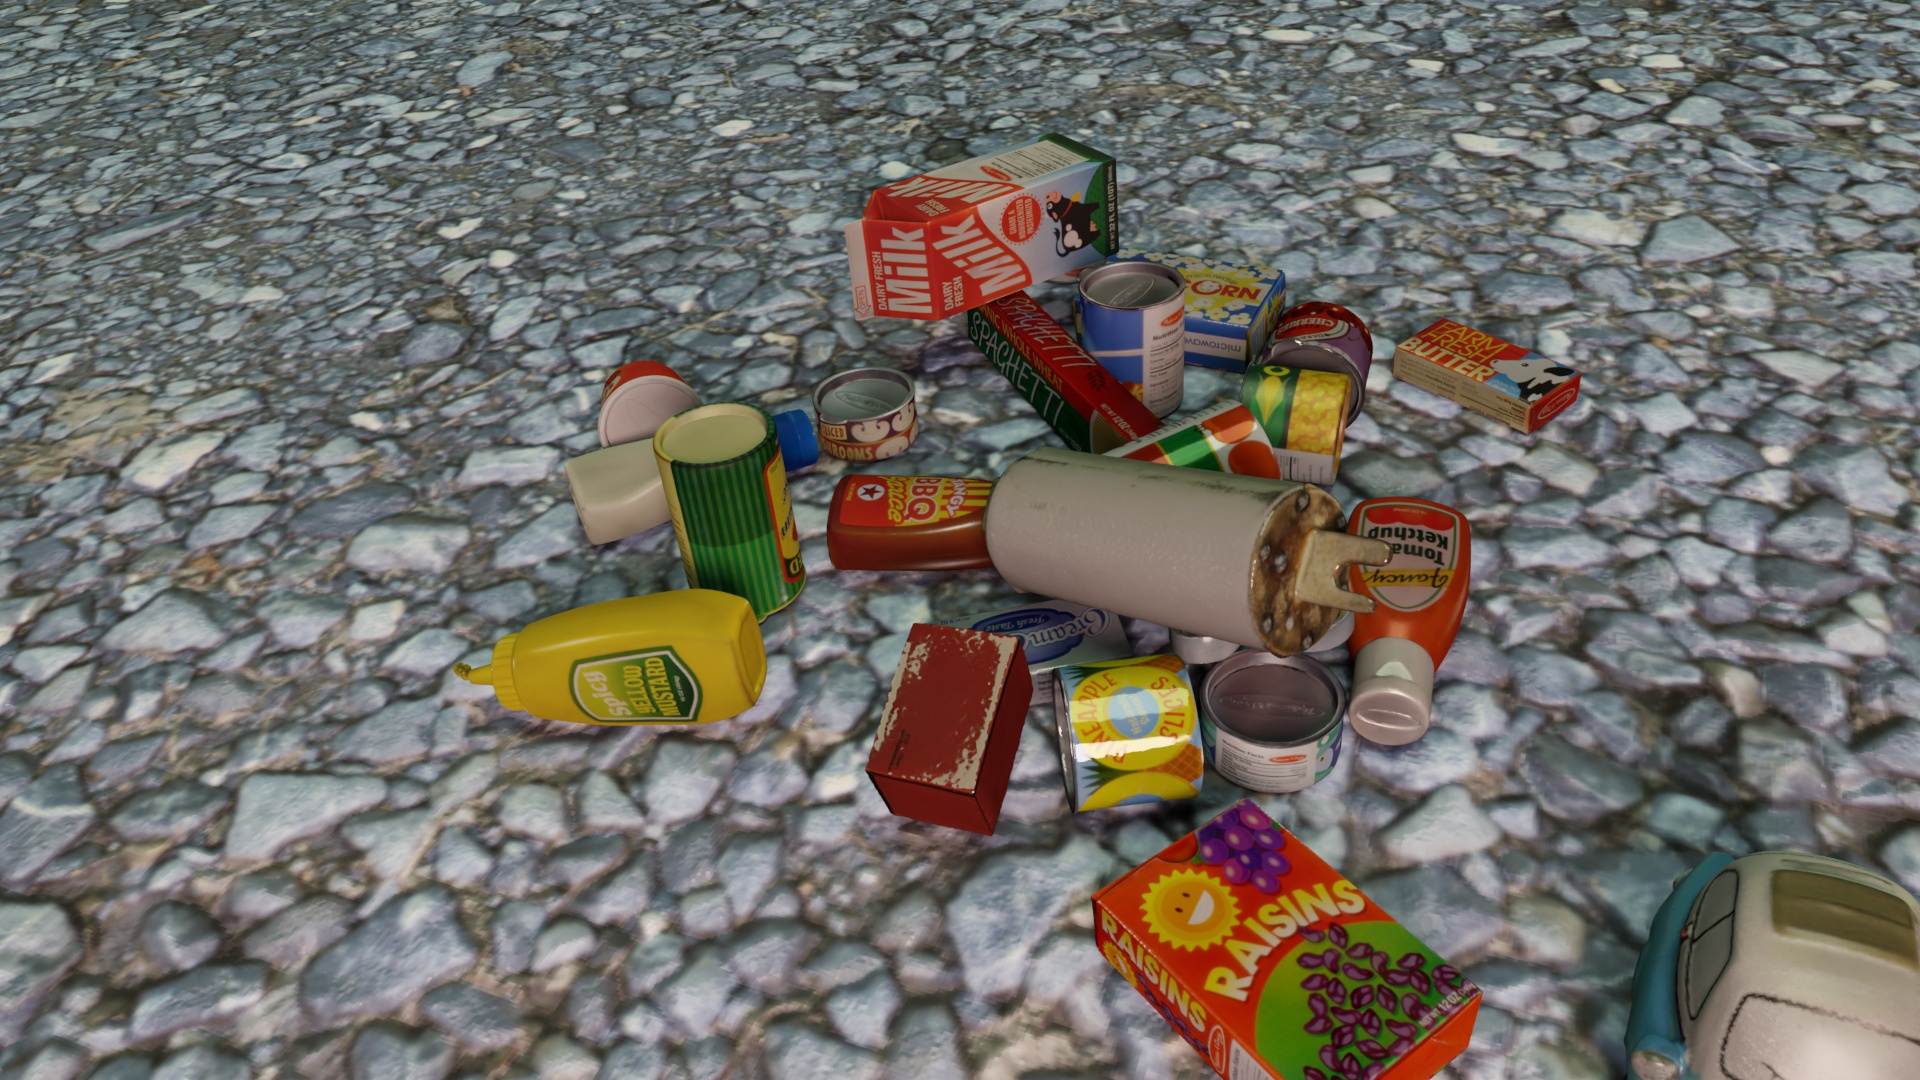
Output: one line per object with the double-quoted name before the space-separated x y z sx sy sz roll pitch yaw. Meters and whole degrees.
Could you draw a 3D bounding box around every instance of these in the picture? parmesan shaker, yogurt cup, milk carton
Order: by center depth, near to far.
"parmesan shaker" -0.124 -0.014 0.755 0.071 0.102 0.072 -3 37 3
"yogurt cup" -0.199 -0.081 0.886 0.072 0.072 0.054 -16 30 -13
"milk carton" 0.009 -0.208 0.935 0.191 0.072 0.073 -24 40 -23

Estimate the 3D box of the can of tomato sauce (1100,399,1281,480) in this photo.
"can of tomato sauce" 0.125 -0.030 0.760 0.083 0.071 0.071 -24 40 -8

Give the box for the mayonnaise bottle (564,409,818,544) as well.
"mayonnaise bottle" -0.162 -0.044 0.851 0.148 0.041 0.065 -18 40 -17

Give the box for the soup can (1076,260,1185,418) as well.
"soup can" 0.108 -0.128 0.889 0.071 0.083 0.072 -4 37 3

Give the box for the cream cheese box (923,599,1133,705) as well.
"cream cheese box" 0.032 0.058 0.704 0.104 0.024 0.053 -10 39 -5

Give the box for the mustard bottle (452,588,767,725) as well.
"mustard bottle" -0.181 0.063 0.698 0.160 0.065 0.049 -6 31 9

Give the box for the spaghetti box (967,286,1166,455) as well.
"spaghetti box" 0.063 -0.103 0.891 0.029 0.050 0.251 -17 38 -16

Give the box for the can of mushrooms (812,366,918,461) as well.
"can of mushrooms" -0.062 -0.080 0.891 0.071 0.033 0.071 -3 37 2

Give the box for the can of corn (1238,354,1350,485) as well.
"can of corn" 0.195 -0.071 0.814 0.058 0.070 0.071 9 40 18

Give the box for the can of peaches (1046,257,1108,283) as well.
"can of peaches" 0.080 -0.238 1.057 0.071 0.057 0.071 -4 38 3

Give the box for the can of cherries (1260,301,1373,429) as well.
"can of cherries" 0.218 -0.108 0.859 0.071 0.071 0.059 8 39 18

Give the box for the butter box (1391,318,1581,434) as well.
"butter box" 0.331 -0.106 0.879 0.053 0.024 0.104 -29 43 -27

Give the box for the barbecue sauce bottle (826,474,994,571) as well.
"barbecue sauce bottle" 0.003 -0.010 0.781 0.148 0.043 0.065 1 36 8

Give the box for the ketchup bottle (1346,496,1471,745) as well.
"ketchup bottle" 0.218 0.038 0.691 0.065 0.043 0.150 7 40 16

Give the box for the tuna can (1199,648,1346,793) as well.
"tuna can" 0.146 0.082 0.651 0.071 0.032 0.071 -4 37 3

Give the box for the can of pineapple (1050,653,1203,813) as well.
"can of pineapple" 0.074 0.086 0.625 0.058 0.070 0.071 -7 37 -2

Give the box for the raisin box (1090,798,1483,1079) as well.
"raisin box" 0.122 0.166 0.539 0.086 0.039 0.124 -27 41 -24

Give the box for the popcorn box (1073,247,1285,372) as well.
"popcorn box" 0.153 -0.162 0.965 0.127 0.038 0.085 13 42 23
